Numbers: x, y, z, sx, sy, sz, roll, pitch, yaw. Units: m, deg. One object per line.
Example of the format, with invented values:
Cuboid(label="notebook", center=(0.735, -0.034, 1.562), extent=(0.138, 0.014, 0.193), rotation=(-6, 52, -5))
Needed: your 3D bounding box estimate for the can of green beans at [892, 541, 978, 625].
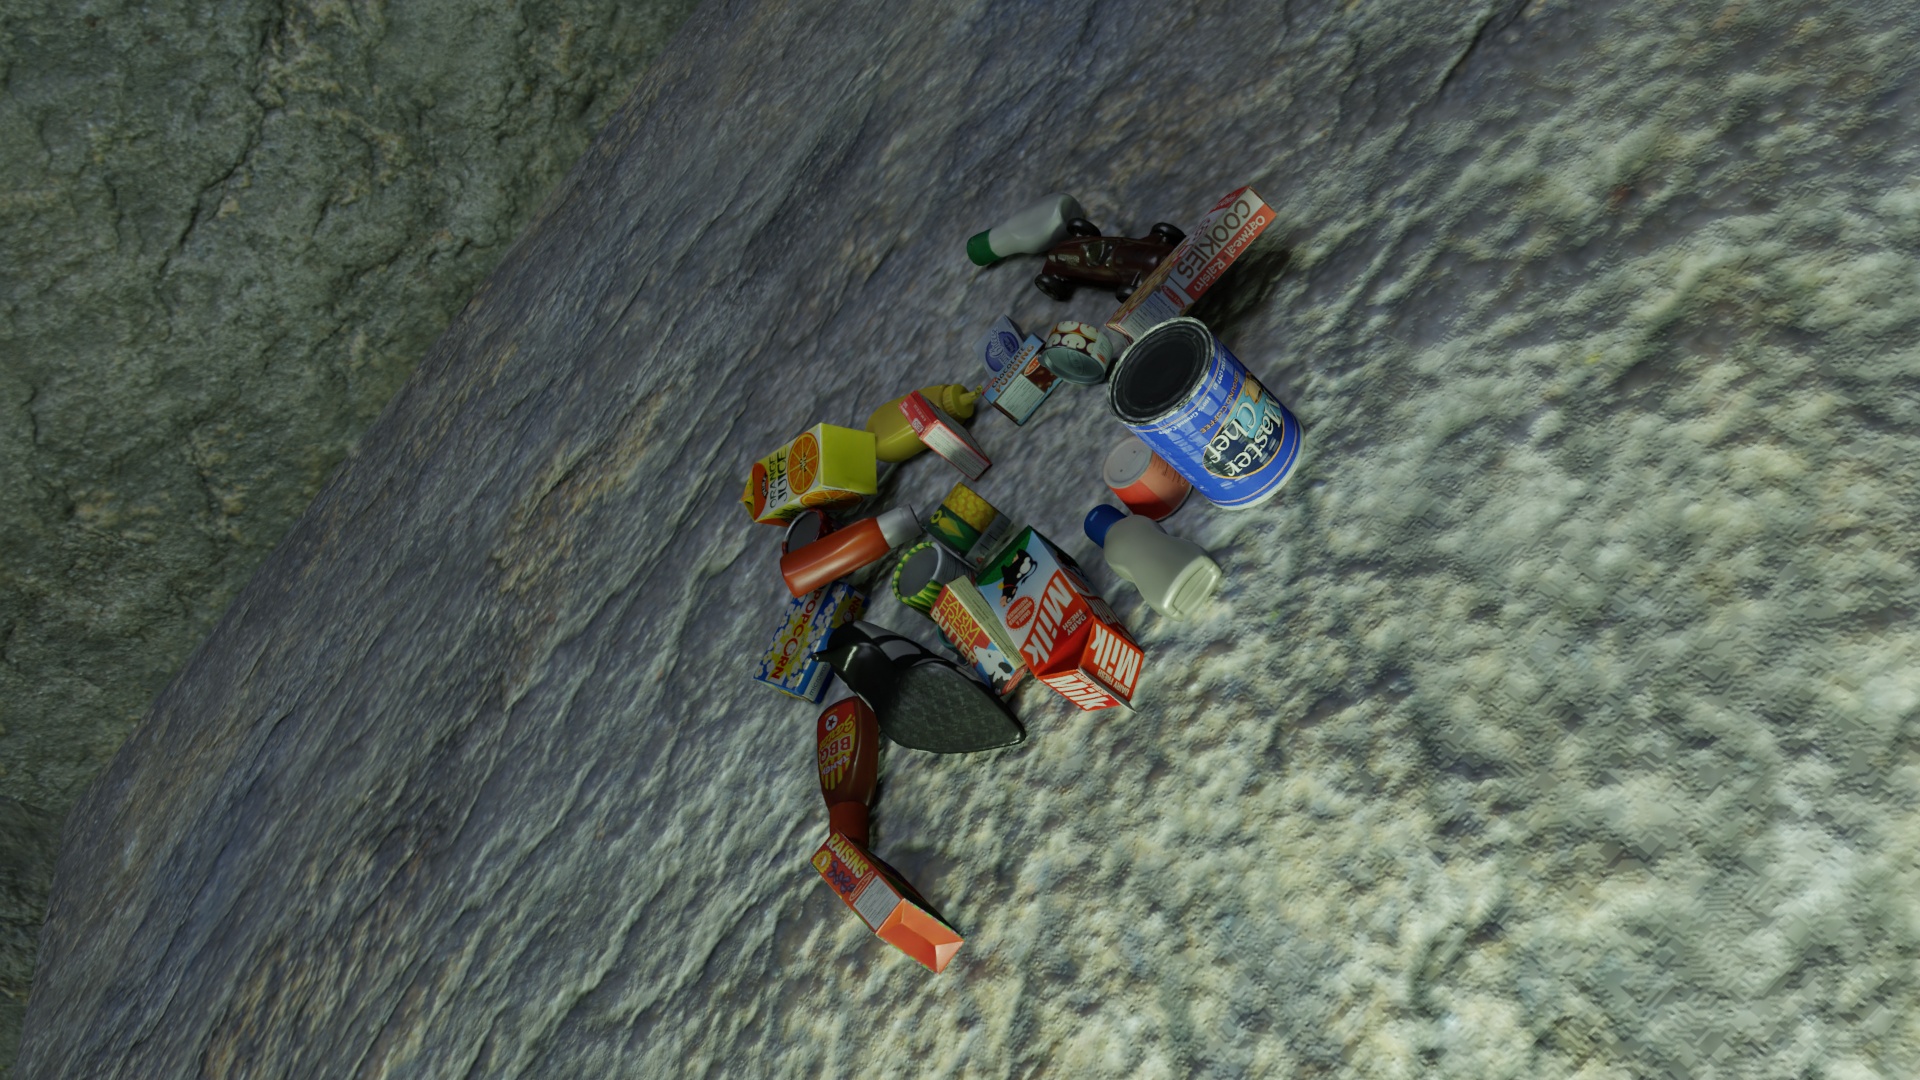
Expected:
Cuboid(label="can of green beans", center=(-0.024, 0.042, 1.346), extent=(0.071, 0.057, 0.071), rotation=(-29, 43, 31))

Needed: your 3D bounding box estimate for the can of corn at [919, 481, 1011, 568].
Cuboid(label="can of corn", center=(0.005, -0.017, 1.351), extent=(0.058, 0.071, 0.071), rotation=(-53, 36, 1))

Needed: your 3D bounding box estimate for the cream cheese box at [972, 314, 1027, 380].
Cuboid(label="cream cheese box", center=(0.051, -0.194, 1.482), extent=(0.053, 0.024, 0.104), rotation=(-45, 37, 15))

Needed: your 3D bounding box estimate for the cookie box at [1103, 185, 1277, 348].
Cuboid(label="cookie box", center=(0.209, -0.249, 1.285), extent=(0.167, 0.040, 0.123), rotation=(-47, 6, 5))

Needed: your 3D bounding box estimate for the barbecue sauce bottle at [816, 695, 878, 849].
Cuboid(label="barbecue sauce bottle", center=(-0.105, 0.222, 1.303), extent=(0.064, 0.043, 0.149), rotation=(-33, 41, 28))

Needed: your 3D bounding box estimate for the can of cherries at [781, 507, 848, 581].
Cuboid(label="can of cherries", center=(-0.151, 0.006, 1.516), extent=(0.071, 0.058, 0.072), rotation=(-29, 43, 31))

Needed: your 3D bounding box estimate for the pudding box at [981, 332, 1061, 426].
Cuboid(label="pudding box", center=(0.068, -0.164, 1.417), extent=(0.083, 0.049, 0.030), rotation=(-49, 38, 9))

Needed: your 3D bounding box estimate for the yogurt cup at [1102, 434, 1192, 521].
Cuboid(label="yogurt cup", center=(0.162, -0.057, 1.223), extent=(0.072, 0.054, 0.073), rotation=(-28, 44, 31))

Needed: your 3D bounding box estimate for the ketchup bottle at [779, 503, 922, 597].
Cuboid(label="ketchup bottle", center=(-0.113, 0.007, 1.446), extent=(0.149, 0.043, 0.065), rotation=(-25, 21, 2))

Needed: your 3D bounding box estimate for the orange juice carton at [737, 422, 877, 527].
Cuboid(label="orange juice carton", center=(-0.175, -0.063, 1.556), extent=(0.192, 0.072, 0.073), rotation=(-24, 64, 50))

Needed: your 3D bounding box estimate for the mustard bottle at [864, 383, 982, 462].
Cuboid(label="mustard bottle", center=(-0.034, -0.134, 1.507), extent=(0.160, 0.049, 0.065), rotation=(-20, 53, 37))

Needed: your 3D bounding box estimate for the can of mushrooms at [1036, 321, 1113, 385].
Cuboid(label="can of mushrooms", center=(0.113, -0.185, 1.368), extent=(0.071, 0.071, 0.033), rotation=(-1, 60, 48))

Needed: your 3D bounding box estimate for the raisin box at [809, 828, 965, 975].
Cuboid(label="raisin box", center=(-0.062, 0.300, 1.157), extent=(0.040, 0.086, 0.123), rotation=(-51, 36, -6))

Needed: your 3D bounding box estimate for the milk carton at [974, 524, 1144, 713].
Cuboid(label="milk carton", center=(0.089, 0.075, 1.182), extent=(0.073, 0.072, 0.191), rotation=(-46, 37, 10))

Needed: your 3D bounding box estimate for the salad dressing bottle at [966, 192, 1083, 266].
Cuboid(label="salad dressing bottle", center=(0.070, -0.348, 1.570), extent=(0.147, 0.044, 0.064), rotation=(-11, 56, 45))

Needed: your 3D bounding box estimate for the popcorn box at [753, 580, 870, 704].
Cuboid(label="popcorn box", center=(-0.157, 0.103, 1.460), extent=(0.085, 0.038, 0.127), rotation=(7, 67, 51))

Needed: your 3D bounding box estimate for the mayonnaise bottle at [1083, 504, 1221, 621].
Cuboid(label="mayonnaise bottle", center=(0.157, 0.012, 1.185), extent=(0.064, 0.041, 0.148), rotation=(-51, 35, 2))

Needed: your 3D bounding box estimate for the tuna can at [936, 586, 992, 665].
Cuboid(label="tuna can", center=(0.010, 0.080, 1.298), extent=(0.071, 0.033, 0.071), rotation=(-28, 43, 30))

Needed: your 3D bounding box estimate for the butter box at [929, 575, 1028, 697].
Cuboid(label="butter box", center=(0.018, 0.085, 1.233), extent=(0.104, 0.024, 0.052), rotation=(50, 143, 19))
